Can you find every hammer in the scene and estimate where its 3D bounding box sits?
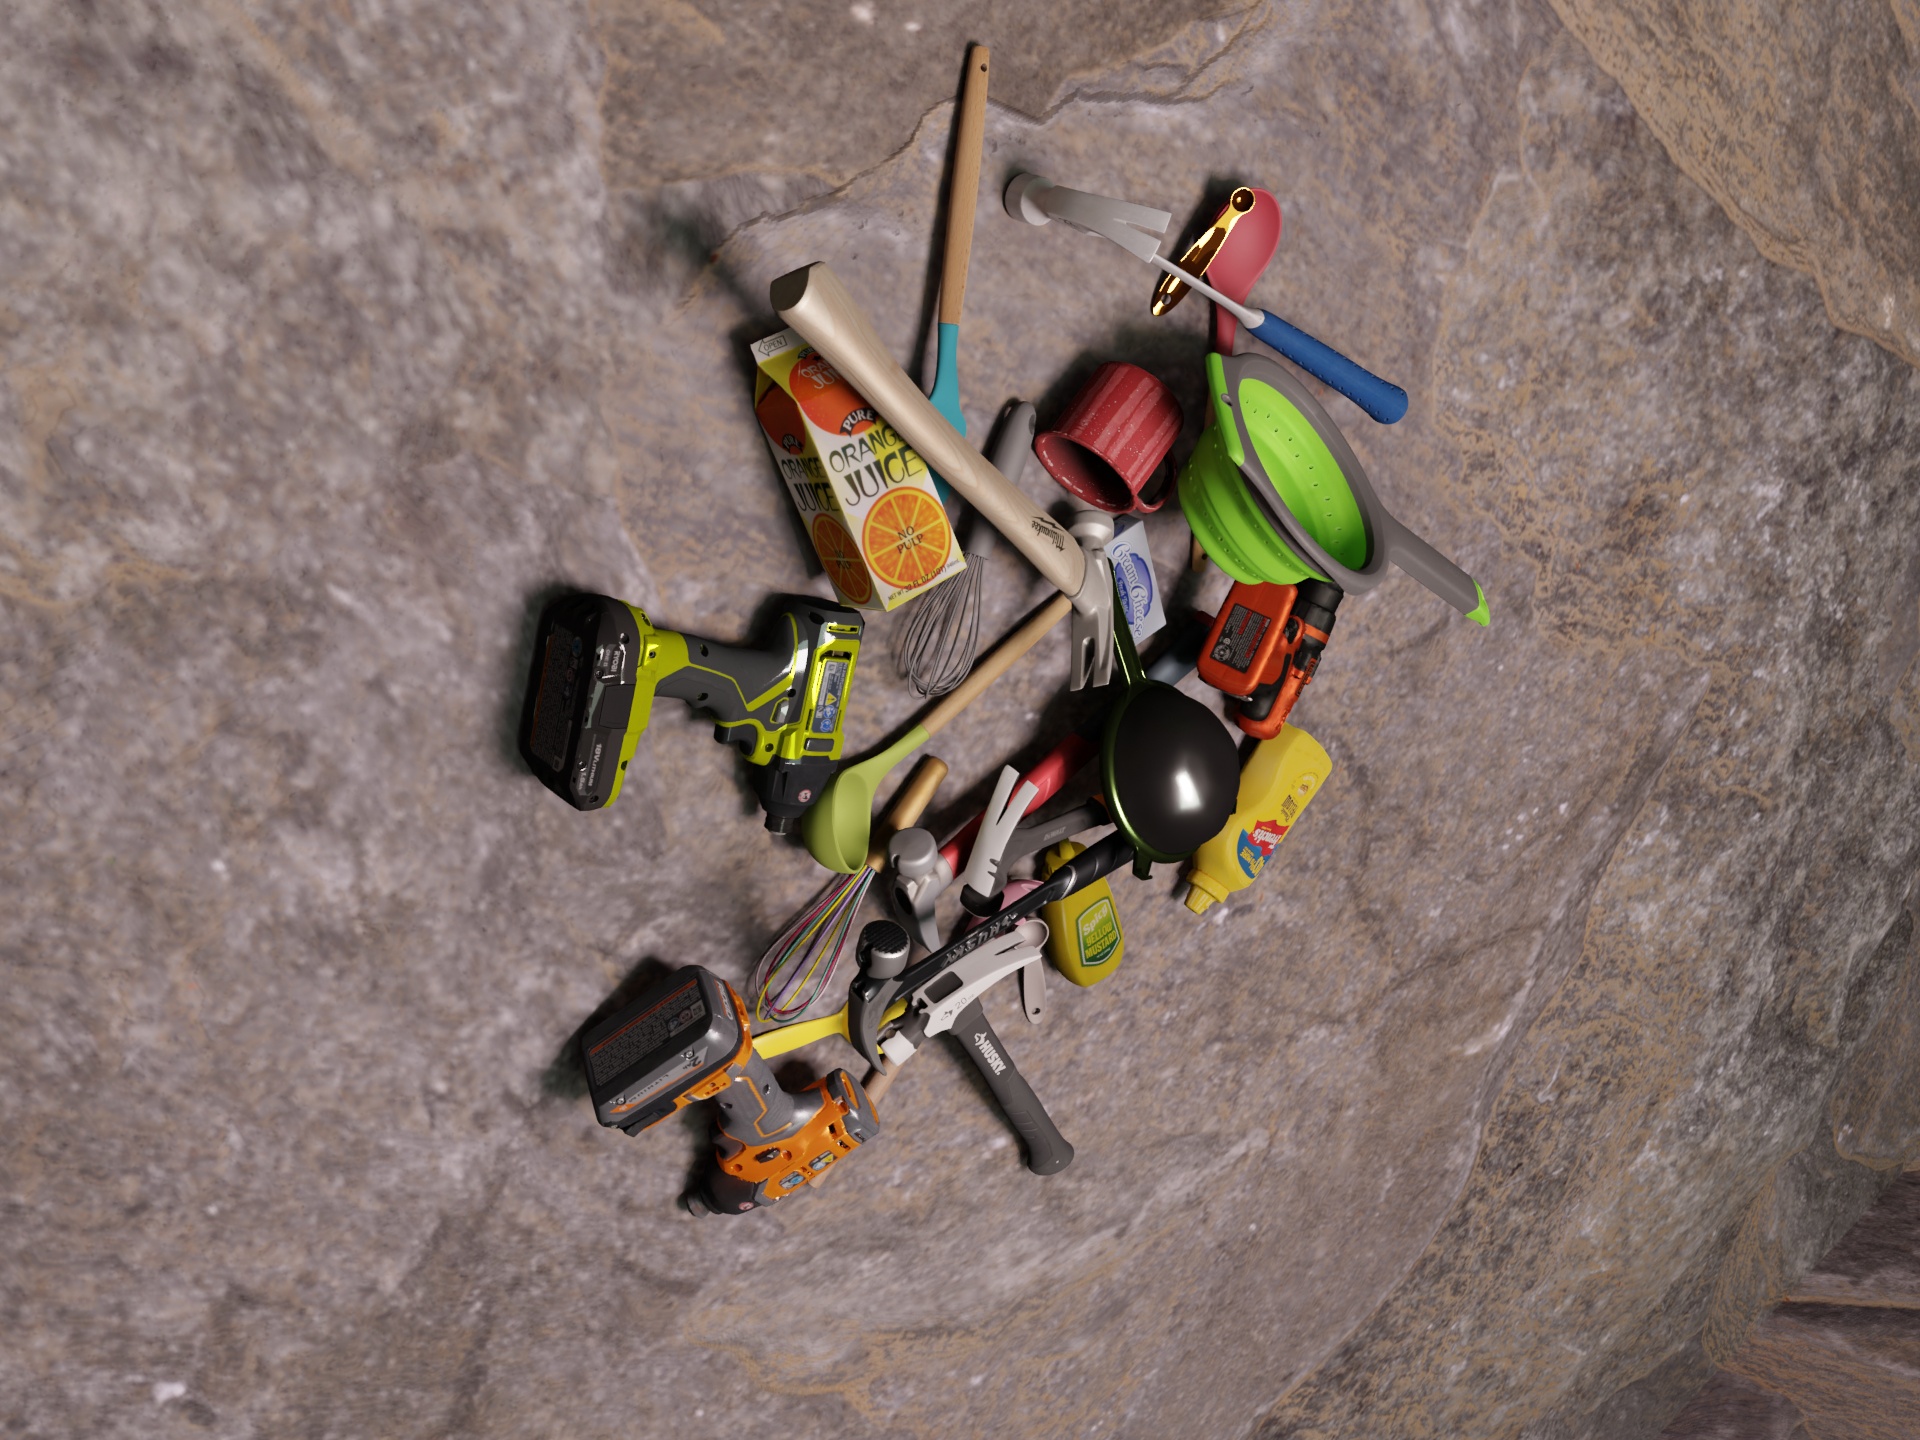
[{"bbox_3d":[0.219,-0.308,1.211,0.405,0.144,0.035,17,103,-40],"label":"hammer"},{"bbox_3d":[0.066,0.140,1.246,0.409,0.036,0.149,-26,142,-39],"label":"hammer"},{"bbox_3d":[0.004,-0.162,1.070,0.410,0.038,0.146,37,49,-51],"label":"hammer"},{"bbox_3d":[0.132,0.063,1.327,0.337,0.034,0.127,-17,134,-46],"label":"hammer"},{"bbox_3d":[0.042,0.306,1.370,0.146,0.035,0.334,-39,138,-11],"label":"hammer"},{"bbox_3d":[0.093,0.039,1.320,0.386,0.038,0.143,-39,144,-24],"label":"hammer"}]

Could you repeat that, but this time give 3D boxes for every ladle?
[{"bbox_3d":[-0.002,-0.004,1.230,0.320,0.062,0.078,-43,139,-20],"label":"ladle"},{"bbox_3d":[0.214,-0.273,1.305,0.069,0.031,0.315,-6,114,-21],"label":"ladle"}]

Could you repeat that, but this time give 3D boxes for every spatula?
[{"bbox_3d":[-0.013,-0.306,1.118,0.082,0.044,0.317,-1,104,-36],"label":"spatula"}]

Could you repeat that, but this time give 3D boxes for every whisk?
[{"bbox_3d":[0.009,-0.127,1.196,0.055,0.055,0.239,18,92,-41],"label":"whisk"},{"bbox_3d":[-0.083,0.131,1.231,0.047,0.051,0.245,41,78,-35],"label":"whisk"}]

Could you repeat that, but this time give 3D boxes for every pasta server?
[{"bbox_3d":[-0.030,0.259,1.328,0.040,0.060,0.316,34,88,1],"label":"pasta server"}]

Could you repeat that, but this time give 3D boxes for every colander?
[{"bbox_3d":[0.292,-0.145,1.277,0.094,0.205,0.396,-31,139,34],"label":"colander"}]

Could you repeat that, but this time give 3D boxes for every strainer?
[{"bbox_3d":[0.166,-0.012,1.264,0.151,0.069,0.256,-29,104,-45],"label":"strainer"}]

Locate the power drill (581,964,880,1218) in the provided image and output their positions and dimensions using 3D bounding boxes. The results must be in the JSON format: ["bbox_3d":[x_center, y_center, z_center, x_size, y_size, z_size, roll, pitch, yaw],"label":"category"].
[{"bbox_3d":[-0.181,0.292,1.187,0.164,0.084,0.226,-35,133,5],"label":"power drill"}]

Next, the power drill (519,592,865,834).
[{"bbox_3d":[-0.175,-0.003,1.082,0.223,0.080,0.171,3,106,-42],"label":"power drill"}]

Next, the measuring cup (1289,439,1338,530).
[{"bbox_3d":[0.291,-0.174,1.347,0.038,0.083,0.167,-34,100,-18],"label":"measuring cup"}]

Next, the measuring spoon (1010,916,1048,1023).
[{"bbox_3d":[0.062,0.219,1.401,0.034,0.018,0.124,-14,125,-12],"label":"measuring spoon"}]

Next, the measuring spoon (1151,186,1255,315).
[{"bbox_3d":[0.187,-0.364,1.238,0.021,0.011,0.117,33,108,-18],"label":"measuring spoon"}]

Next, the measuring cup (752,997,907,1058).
[{"bbox_3d":[-0.106,0.252,1.270,0.156,0.029,0.062,-11,114,-37],"label":"measuring cup"}]
